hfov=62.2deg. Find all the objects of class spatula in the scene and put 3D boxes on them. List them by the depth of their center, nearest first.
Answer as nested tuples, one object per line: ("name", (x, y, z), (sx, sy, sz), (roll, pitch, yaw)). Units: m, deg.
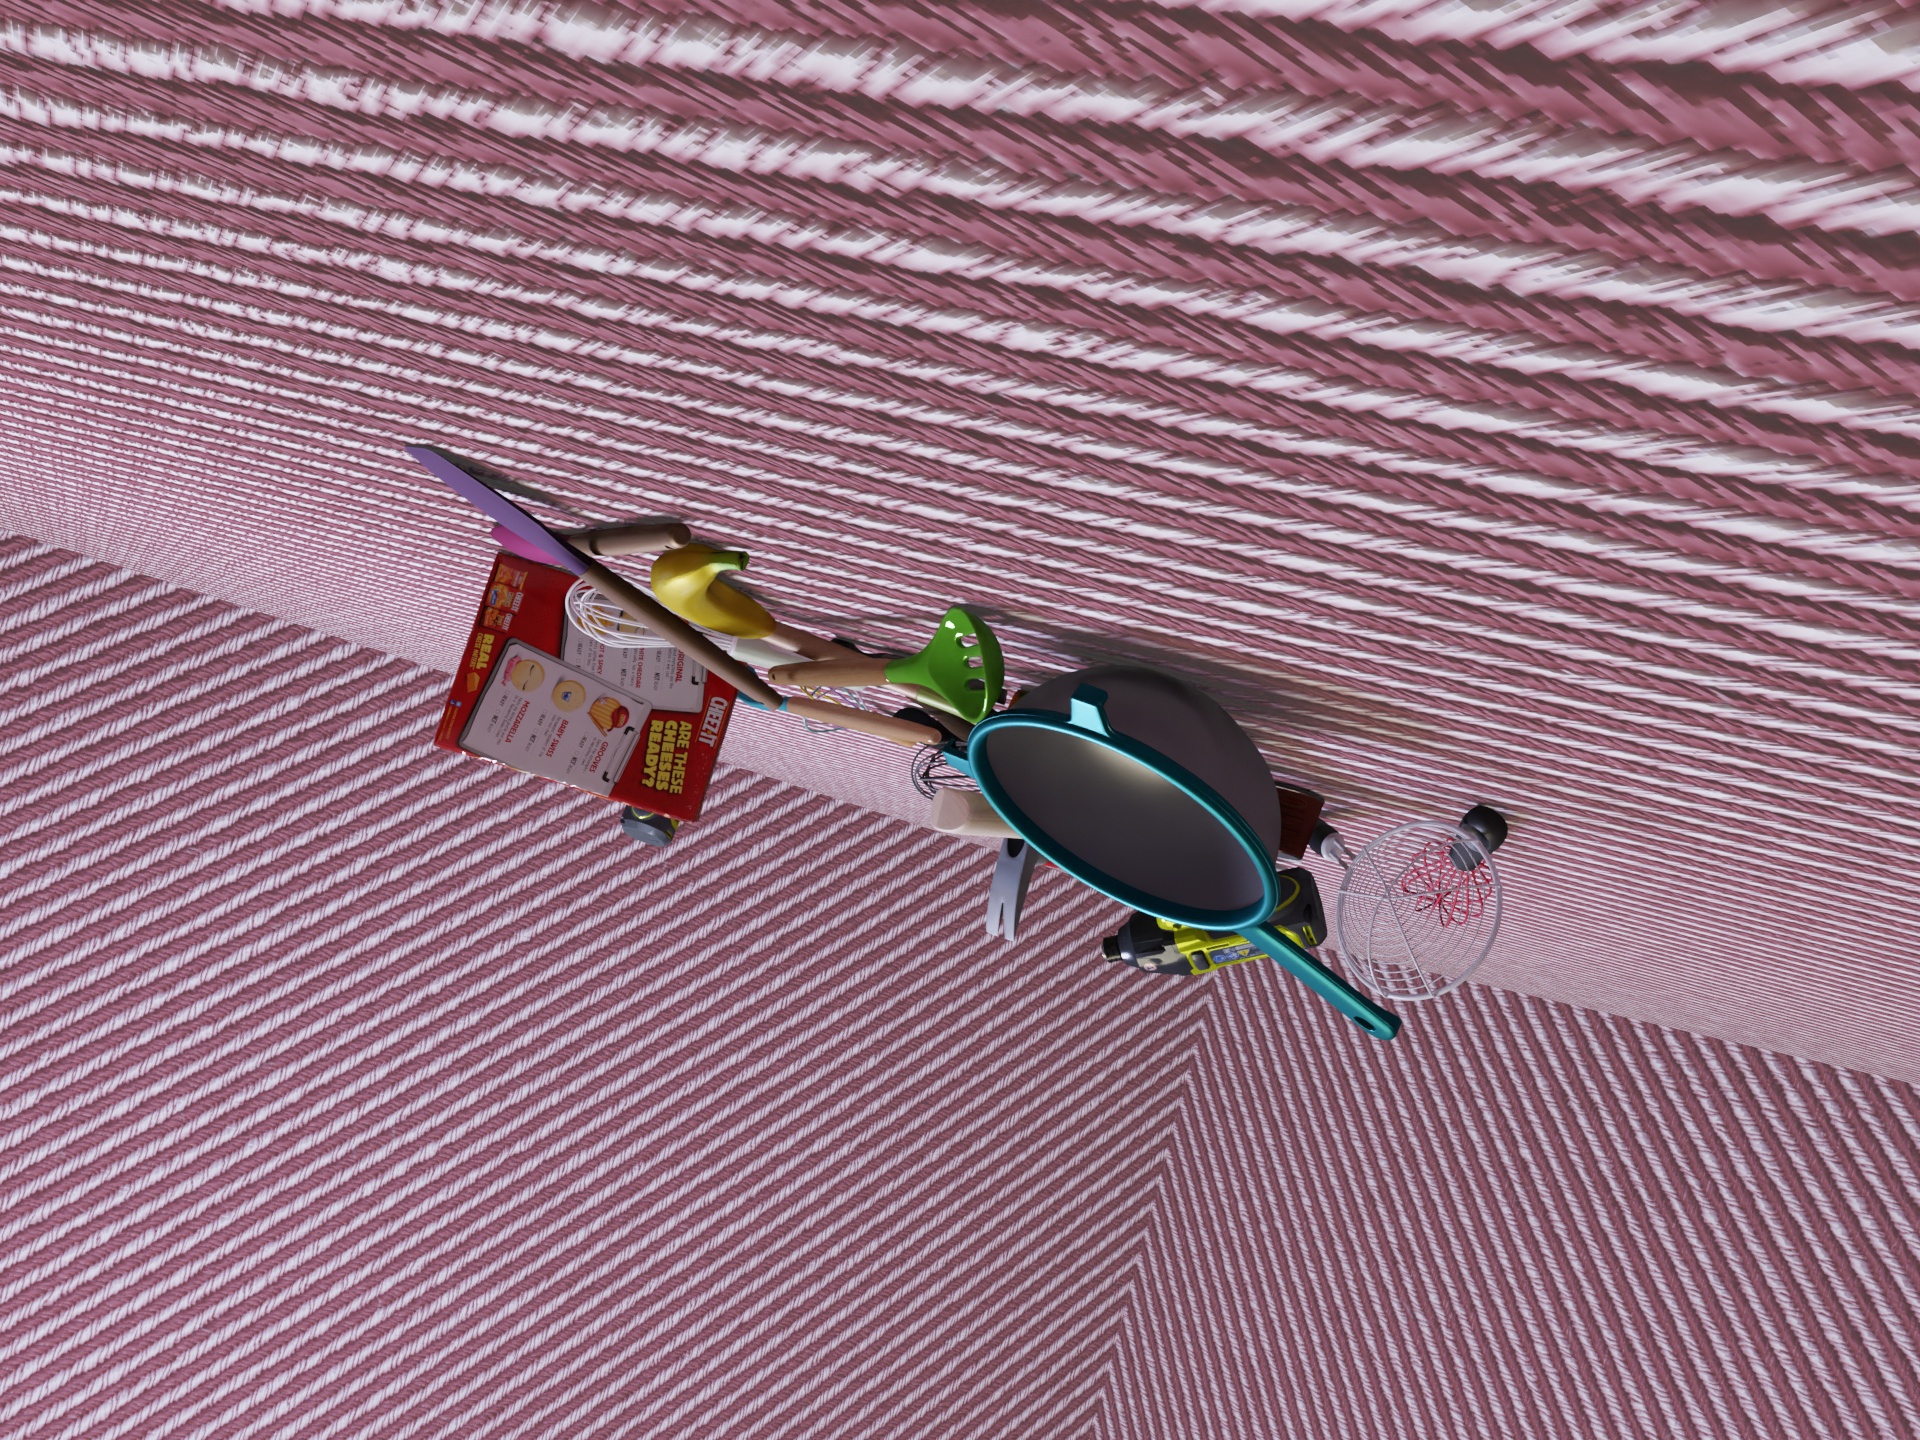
("spatula", (-0.228, -0.087, 1.038), (0.060, 0.018, 0.315), (14, 162, 48))
("spatula", (-0.125, -0.021, 1.359), (0.318, 0.044, 0.082), (13, 171, 45))

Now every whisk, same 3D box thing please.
("whisk", (0.383, 0.108, 1.213), (0.073, 0.073, 0.295), (15, 167, 14))
("whisk", (-0.184, -0.064, 1.237), (0.246, 0.059, 0.058), (15, -149, -18))
("whisk", (0.079, 0.042, 1.285), (0.239, 0.055, 0.055), (0, 173, -1))
("whisk", (-0.092, 0.001, 1.531), (0.047, 0.051, 0.244), (7, 173, 22))

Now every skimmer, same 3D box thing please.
("skimmer", (0.321, 0.120, 1.223), (0.090, 0.127, 0.363), (28, -175, 2))

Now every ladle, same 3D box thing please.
("ladle", (-0.047, -0.042, 1.133), (0.320, 0.062, 0.078), (22, 172, 15))

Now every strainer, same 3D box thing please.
("strainer", (0.165, 0.071, 0.995), (0.340, 0.095, 0.211), (38, 156, -13))

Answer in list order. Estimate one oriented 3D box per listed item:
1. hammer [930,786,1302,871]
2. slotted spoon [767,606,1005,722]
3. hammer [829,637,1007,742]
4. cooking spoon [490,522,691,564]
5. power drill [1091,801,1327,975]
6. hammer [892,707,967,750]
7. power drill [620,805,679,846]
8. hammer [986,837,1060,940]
("hammer", (0.124, 0.091, 1.266), (0.146, 0.038, 0.410), (11, 180, 38))
("slotted spoon", (-0.056, -0.034, 1.042), (0.031, 0.070, 0.314), (-13, -173, -31))
("hammer", (-0.002, -0.004, 1.318), (0.130, 0.031, 0.331), (15, 173, 17))
("cooking spoon", (-0.244, -0.116, 1.045), (0.068, 0.017, 0.319), (20, 173, -31))
("power drill", (0.160, 0.111, 1.165), (0.171, 0.080, 0.223), (-15, 137, 17))
("hammer", (0.075, 0.051, 1.564), (0.334, 0.035, 0.146), (21, 171, -31))
("power drill", (-0.337, 0.016, 1.762), (0.080, 0.191, 0.228), (15, 159, 12))
("hammer", (0.158, 0.154, 1.537), (0.038, 0.143, 0.386), (14, 178, 38))
